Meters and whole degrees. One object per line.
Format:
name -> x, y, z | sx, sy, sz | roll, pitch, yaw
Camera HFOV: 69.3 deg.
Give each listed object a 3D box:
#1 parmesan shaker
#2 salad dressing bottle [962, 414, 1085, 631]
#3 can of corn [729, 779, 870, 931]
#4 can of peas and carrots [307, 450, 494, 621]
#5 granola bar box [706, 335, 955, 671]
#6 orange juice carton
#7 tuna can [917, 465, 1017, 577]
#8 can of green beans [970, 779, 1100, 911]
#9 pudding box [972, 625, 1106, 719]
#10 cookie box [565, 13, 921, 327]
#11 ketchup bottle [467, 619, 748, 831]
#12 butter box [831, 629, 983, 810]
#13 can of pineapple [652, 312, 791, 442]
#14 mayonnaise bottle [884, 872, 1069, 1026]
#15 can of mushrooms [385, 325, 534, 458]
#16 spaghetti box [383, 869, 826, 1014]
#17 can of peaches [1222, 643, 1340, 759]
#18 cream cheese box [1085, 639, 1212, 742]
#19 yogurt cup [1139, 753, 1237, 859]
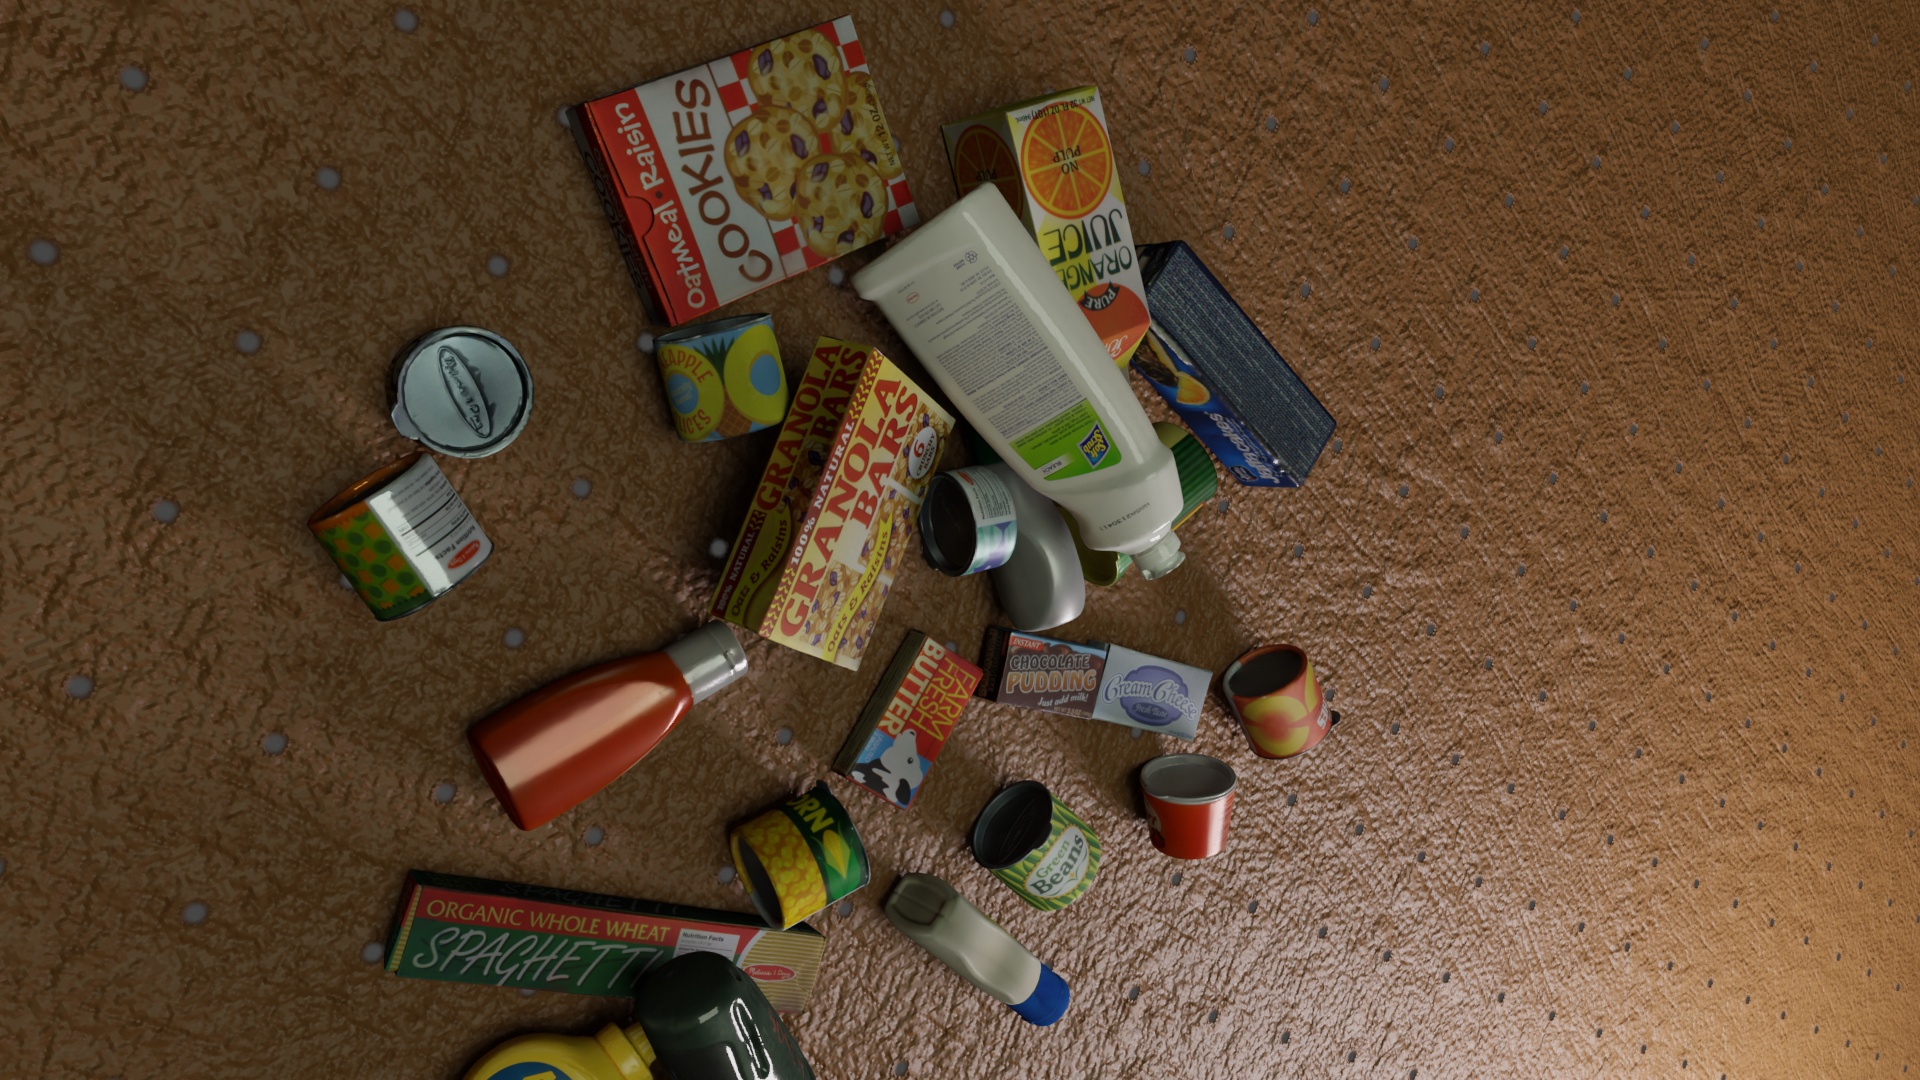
parmesan shaker -> 0.116, -0.025, 0.926 | 0.103, 0.071, 0.071 | -38, 115, -23
salad dressing bottle -> 0.038, -0.018, 0.885 | 0.044, 0.064, 0.147 | -22, 100, -37
can of corn -> -0.096, 0.185, 0.818 | 0.058, 0.071, 0.071 | -24, 108, -28
can of peas and carrots -> -0.275, -0.002, 0.681 | 0.071, 0.071, 0.058 | -38, 114, -23
granola bar box -> -0.070, -0.018, 0.793 | 0.165, 0.039, 0.124 | -69, 155, -7
orange juice carton -> 0.059, -0.177, 0.870 | 0.072, 0.073, 0.192 | -25, 109, -28
tuna can -> 0.003, -0.011, 0.860 | 0.033, 0.071, 0.071 | -12, 102, -32
can of green beans -> 0.050, 0.201, 0.914 | 0.057, 0.071, 0.071 | 45, 72, -29
pudding box -> 0.053, 0.088, 0.924 | 0.084, 0.030, 0.049 | 15, 87, -34
cookie box -> -0.116, -0.206, 0.772 | 0.168, 0.040, 0.122 | -29, 111, -27
ketchup bottle -> -0.188, 0.094, 0.760 | 0.149, 0.043, 0.064 | -30, 112, -27
butter box -> -0.032, 0.113, 0.875 | 0.053, 0.024, 0.104 | 37, 76, -30
can of pineapple -> -0.131, -0.089, 0.761 | 0.071, 0.071, 0.057 | -21, 107, -29
mayonnaise bottle -> 0.017, 0.270, 0.906 | 0.147, 0.065, 0.041 | 45, 68, -33
can of mushrooms -> -0.255, -0.074, 0.702 | 0.071, 0.033, 0.071 | -5, 99, -33
spaghetti box -> -0.192, 0.228, 0.783 | 0.250, 0.028, 0.050 | 19, 86, -33
can of peaches -> 0.236, 0.117, 1.023 | 0.071, 0.071, 0.058 | -38, 114, -23
cream cheese box -> 0.129, 0.106, 0.979 | 0.104, 0.024, 0.053 | 17, 86, -33
yogurt cup -> 0.162, 0.190, 0.989 | 0.072, 0.072, 0.053 | -15, 112, -31
